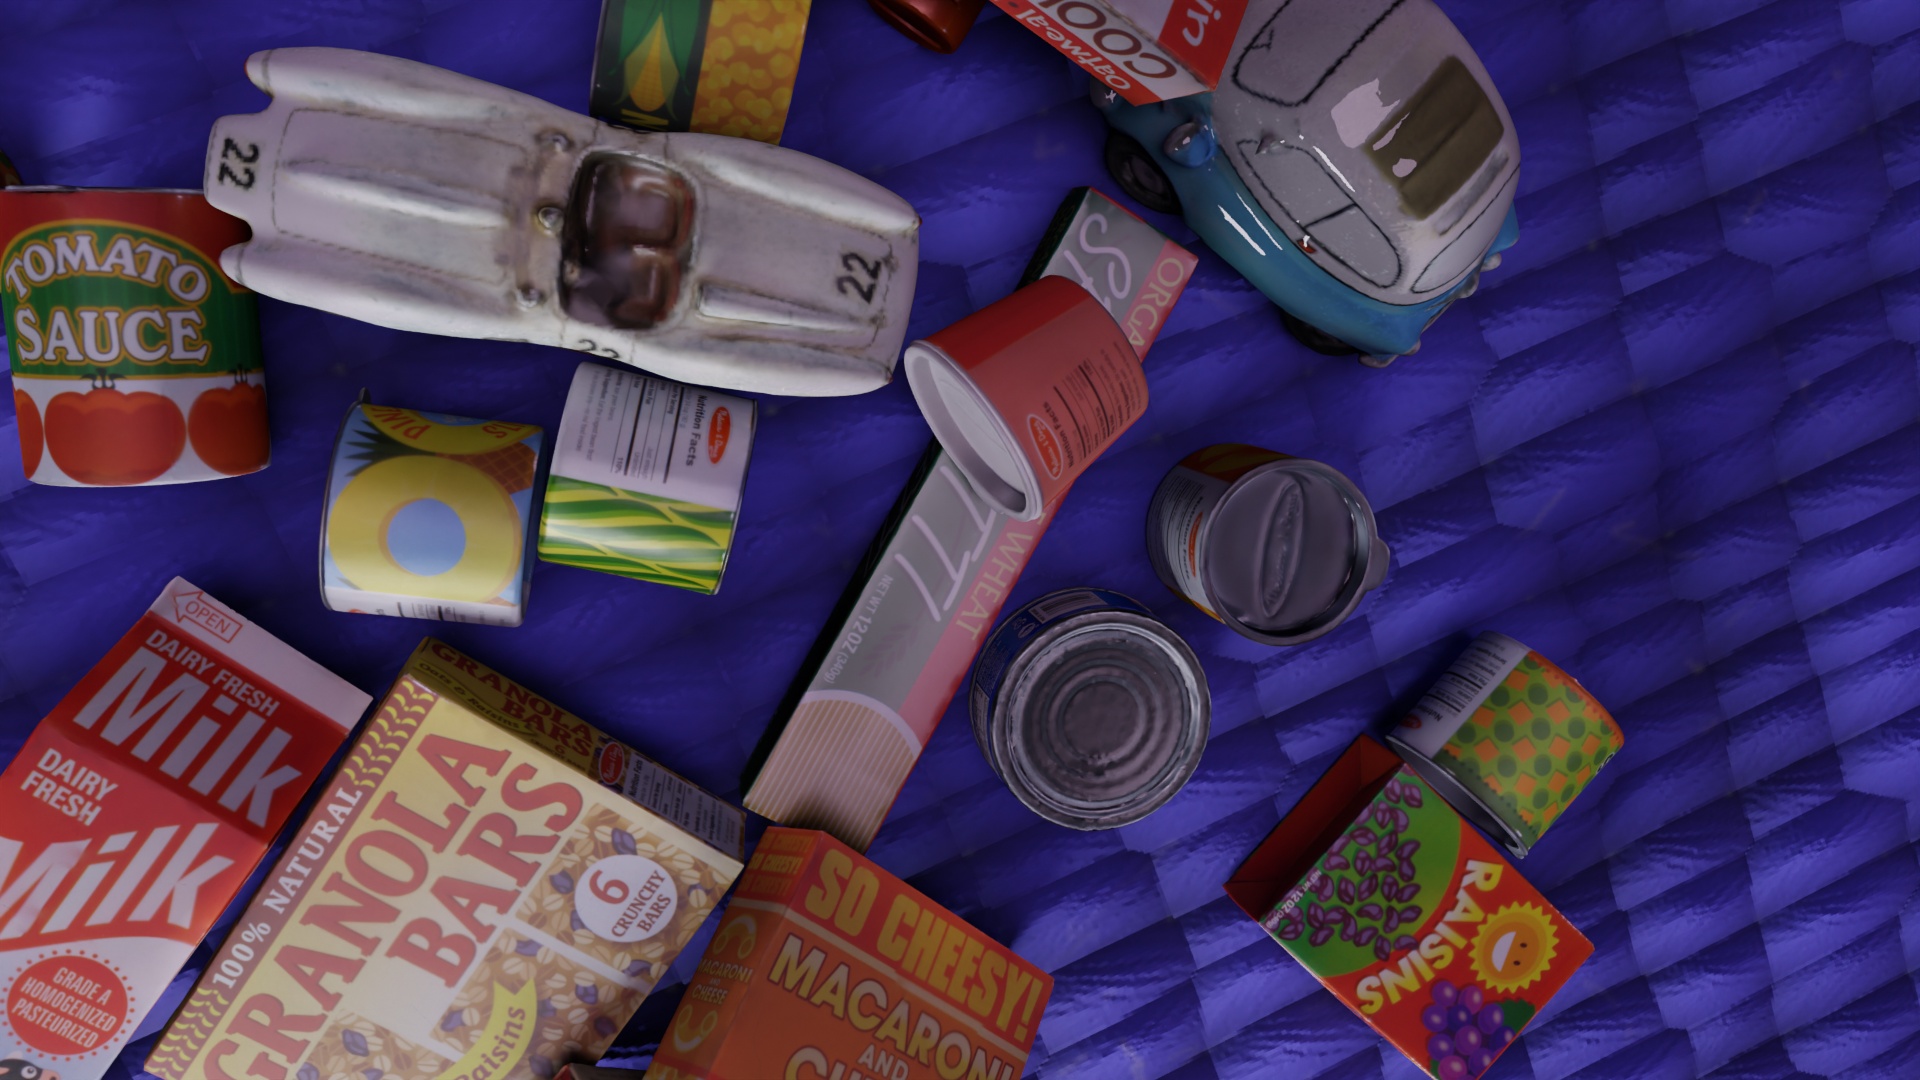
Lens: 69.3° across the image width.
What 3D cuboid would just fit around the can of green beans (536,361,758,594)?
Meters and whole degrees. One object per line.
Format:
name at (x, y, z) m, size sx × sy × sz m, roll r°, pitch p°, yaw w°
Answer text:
can of green beans at (-0.101, -0.020, 0.450) m, size 0.058 × 0.071 × 0.071 m, roll 12°, pitch 97°, yaw -13°

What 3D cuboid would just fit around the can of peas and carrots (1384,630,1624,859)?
can of peas and carrots at (0.210, 0.079, 0.535) m, size 0.071 × 0.071 × 0.059 m, roll 43°, pitch 89°, yaw -16°

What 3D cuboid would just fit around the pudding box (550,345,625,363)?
pudding box at (-0.100, -0.081, 0.458) m, size 0.084 × 0.030 × 0.049 m, roll 12°, pitch 96°, yaw -14°

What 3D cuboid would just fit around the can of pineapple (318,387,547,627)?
can of pineapple at (-0.164, -0.009, 0.438) m, size 0.058 × 0.071 × 0.071 m, roll 7°, pitch 98°, yaw -14°

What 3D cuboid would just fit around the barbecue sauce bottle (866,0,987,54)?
barbecue sauce bottle at (0.022, -0.232, 0.452) m, size 0.065 × 0.044 × 0.148 m, roll 31°, pitch 92°, yaw -21°

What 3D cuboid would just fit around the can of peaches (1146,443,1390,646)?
can of peaches at (0.109, 0.000, 0.503) m, size 0.071 × 0.058 × 0.071 m, roll -2°, pitch 100°, yaw -12°

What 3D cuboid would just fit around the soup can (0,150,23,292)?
soup can at (-0.307, -0.093, 0.383) m, size 0.071 × 0.084 × 0.071 m, roll -2°, pitch 101°, yaw -12°

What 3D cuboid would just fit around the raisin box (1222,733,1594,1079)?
raisin box at (0.179, 0.151, 0.555) m, size 0.123 × 0.040 × 0.086 m, roll 42°, pitch 88°, yaw -14°

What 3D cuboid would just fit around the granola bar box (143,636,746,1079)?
granola bar box at (-0.168, 0.131, 0.463) m, size 0.124 × 0.039 × 0.165 m, roll 34°, pitch 101°, yaw -15°

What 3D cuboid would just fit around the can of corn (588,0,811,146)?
can of corn at (-0.080, -0.155, 0.432) m, size 0.058 × 0.071 × 0.071 m, roll 11°, pitch 97°, yaw -14°

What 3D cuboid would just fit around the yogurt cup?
yogurt cup at (0.023, -0.048, 0.443) m, size 0.054 × 0.072 × 0.072 m, roll -36°, pitch 105°, yaw -12°

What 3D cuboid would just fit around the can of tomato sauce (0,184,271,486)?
can of tomato sauce at (-0.243, -0.061, 0.410) m, size 0.071 × 0.071 × 0.083 m, roll -2°, pitch 101°, yaw -12°

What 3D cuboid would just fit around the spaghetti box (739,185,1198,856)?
spaghetti box at (0.002, -0.006, 0.494) m, size 0.050 × 0.029 × 0.250 m, roll 29°, pitch 93°, yaw -14°

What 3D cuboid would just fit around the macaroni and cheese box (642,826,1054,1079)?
macaroni and cheese box at (-0.048, 0.199, 0.464) m, size 0.123 × 0.040 × 0.167 m, roll 40°, pitch 59°, yaw -28°

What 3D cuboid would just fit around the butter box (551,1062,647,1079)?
butter box at (-0.112, 0.210, 0.480) m, size 0.053 × 0.024 × 0.103 m, roll -51°, pitch 142°, yaw 4°

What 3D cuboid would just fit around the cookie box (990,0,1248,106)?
cookie box at (0.025, -0.219, 0.388) m, size 0.167 × 0.040 × 0.123 m, roll 23°, pitch 83°, yaw -35°

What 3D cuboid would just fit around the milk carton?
milk carton at (-0.268, 0.107, 0.431) m, size 0.072 × 0.073 × 0.190 m, roll 37°, pitch 90°, yaw -16°
